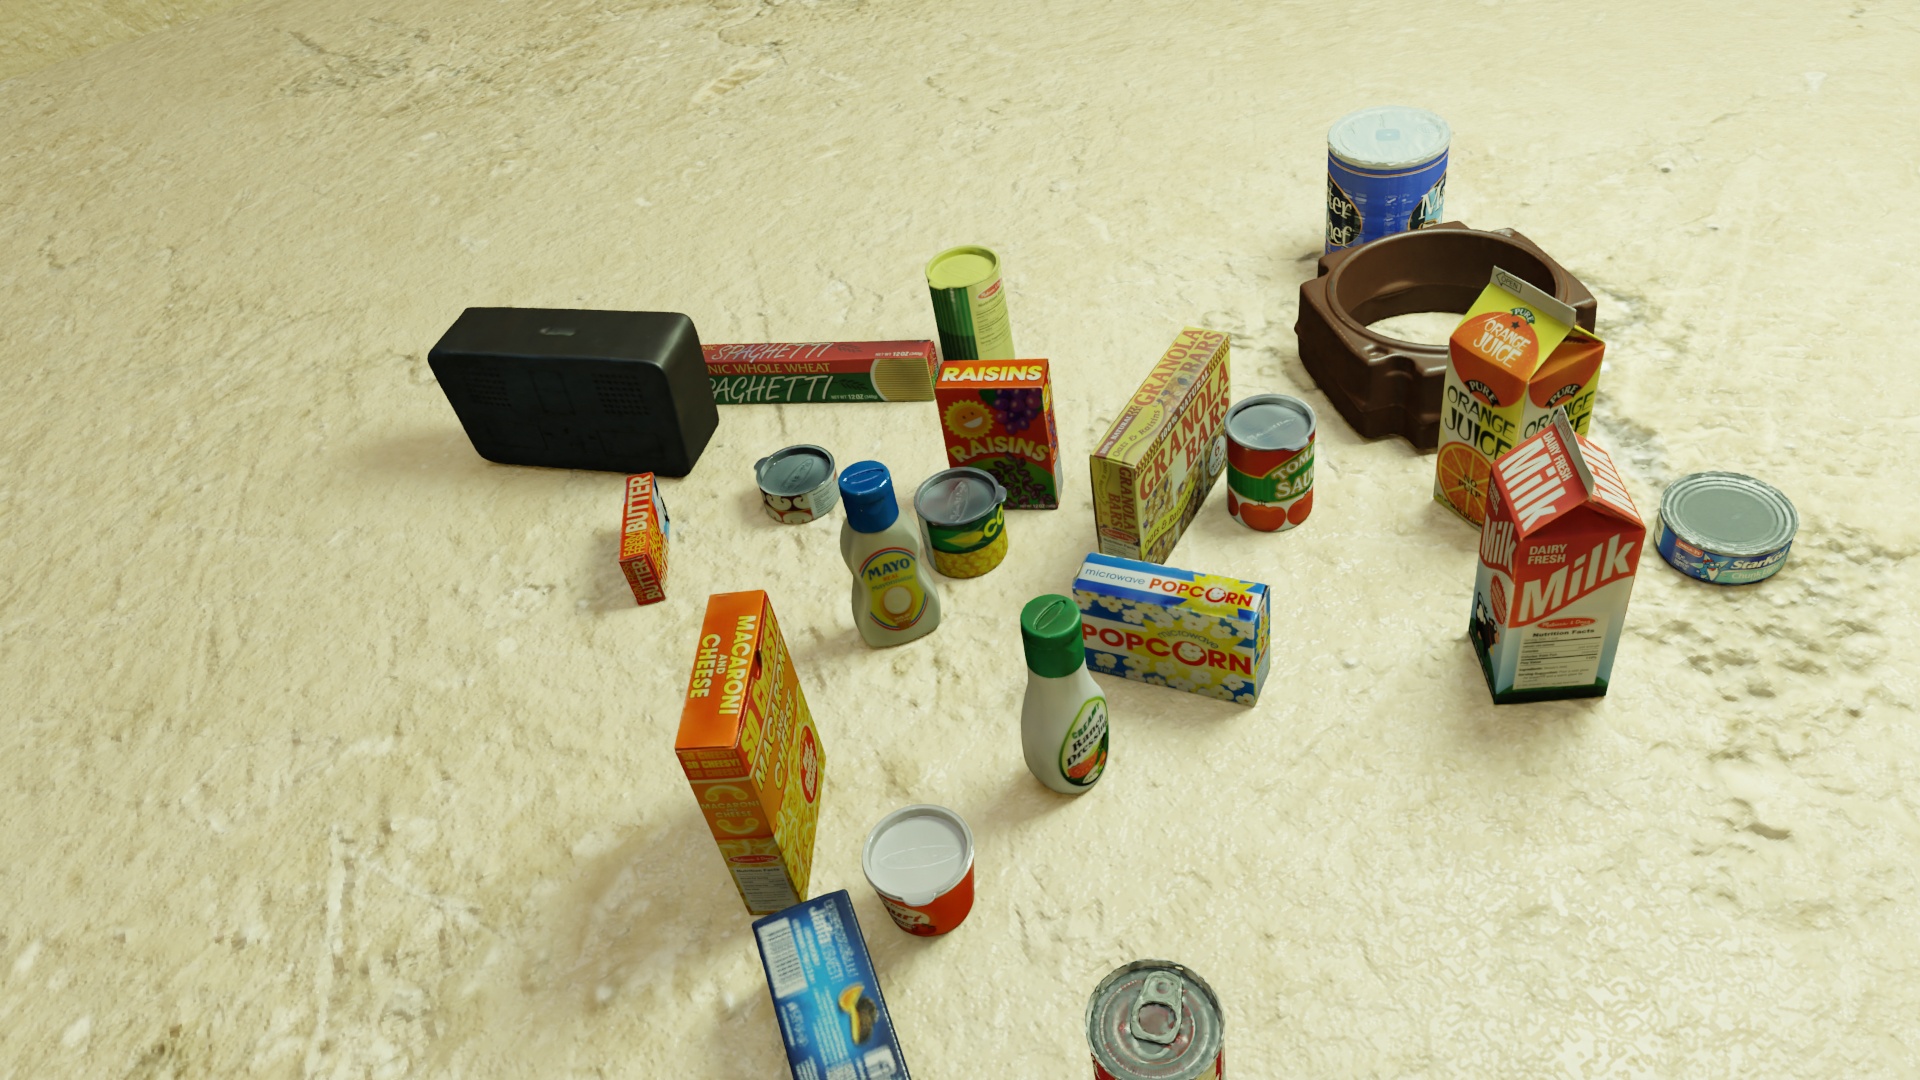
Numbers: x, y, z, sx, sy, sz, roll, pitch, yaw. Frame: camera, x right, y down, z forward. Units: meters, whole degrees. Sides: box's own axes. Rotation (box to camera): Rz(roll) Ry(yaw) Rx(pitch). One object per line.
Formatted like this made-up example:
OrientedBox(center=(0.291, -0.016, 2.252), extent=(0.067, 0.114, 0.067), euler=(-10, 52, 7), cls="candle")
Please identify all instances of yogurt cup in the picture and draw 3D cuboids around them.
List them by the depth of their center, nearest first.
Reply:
OrientedBox(center=(-0.022, 0.202, 0.840), extent=(0.072, 0.053, 0.073), euler=(-6, 42, 6), cls="yogurt cup")

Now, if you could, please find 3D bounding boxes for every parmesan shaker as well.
OrientedBox(center=(0.007, -0.200, 1.234), extent=(0.071, 0.102, 0.072), euler=(-6, 42, 6), cls="parmesan shaker")

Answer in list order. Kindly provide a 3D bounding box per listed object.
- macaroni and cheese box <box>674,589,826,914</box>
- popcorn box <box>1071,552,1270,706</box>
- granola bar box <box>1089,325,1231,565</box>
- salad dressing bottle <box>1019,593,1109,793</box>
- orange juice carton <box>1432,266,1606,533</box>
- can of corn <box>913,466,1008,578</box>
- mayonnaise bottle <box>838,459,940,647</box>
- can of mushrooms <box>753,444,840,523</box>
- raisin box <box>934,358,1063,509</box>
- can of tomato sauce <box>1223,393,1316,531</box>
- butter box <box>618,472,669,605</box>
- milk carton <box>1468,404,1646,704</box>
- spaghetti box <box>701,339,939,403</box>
OrientedBox(center=(-0.124, 0.131, 0.856), extent=(0.040, 0.165, 0.124), euler=(-5, 42, 7), cls="macaroni and cheese box")
OrientedBox(center=(0.142, 0.059, 0.937), extent=(0.127, 0.084, 0.038), euler=(11, 46, 22), cls="popcorn box")
OrientedBox(center=(0.153, -0.063, 1.039), extent=(0.039, 0.123, 0.166), euler=(16, 49, 27), cls="granola bar box")
OrientedBox(center=(0.063, 0.097, 0.867), extent=(0.044, 0.146, 0.064), euler=(25, 53, 34), cls="salad dressing bottle")
OrientedBox(center=(0.390, -0.097, 0.974), extent=(0.073, 0.191, 0.072), euler=(-26, 44, -16), cls="orange juice carton")
OrientedBox(center=(0.004, -0.013, 1.066), extent=(0.071, 0.058, 0.071), euler=(-6, 42, 6), cls="can of corn")
OrientedBox(center=(-0.055, 0.010, 0.986), extent=(0.065, 0.147, 0.041), euler=(-17, 42, -6), cls="mayonnaise bottle")
OrientedBox(center=(-0.136, -0.048, 1.151), extent=(0.071, 0.033, 0.071), euler=(-6, 42, 6), cls="can of mushrooms")
OrientedBox(center=(0.032, -0.082, 1.086), extent=(0.086, 0.122, 0.040), euler=(1, 43, 13), cls="raisin box")
OrientedBox(center=(0.234, -0.057, 1.045), extent=(0.071, 0.082, 0.071), euler=(-6, 42, 6), cls="can of tomato sauce")
OrientedBox(center=(-0.252, -0.002, 1.112), extent=(0.024, 0.052, 0.104), euler=(-11, 42, 1), cls="butter box")
OrientedBox(center=(0.368, 0.012, 0.862), extent=(0.073, 0.189, 0.073), euler=(-5, 42, 7), cls="milk carton")
OrientedBox(center=(-0.144, -0.151, 1.254), extent=(0.250, 0.050, 0.029), euler=(0, 43, 13), cls="spaghetti box")
